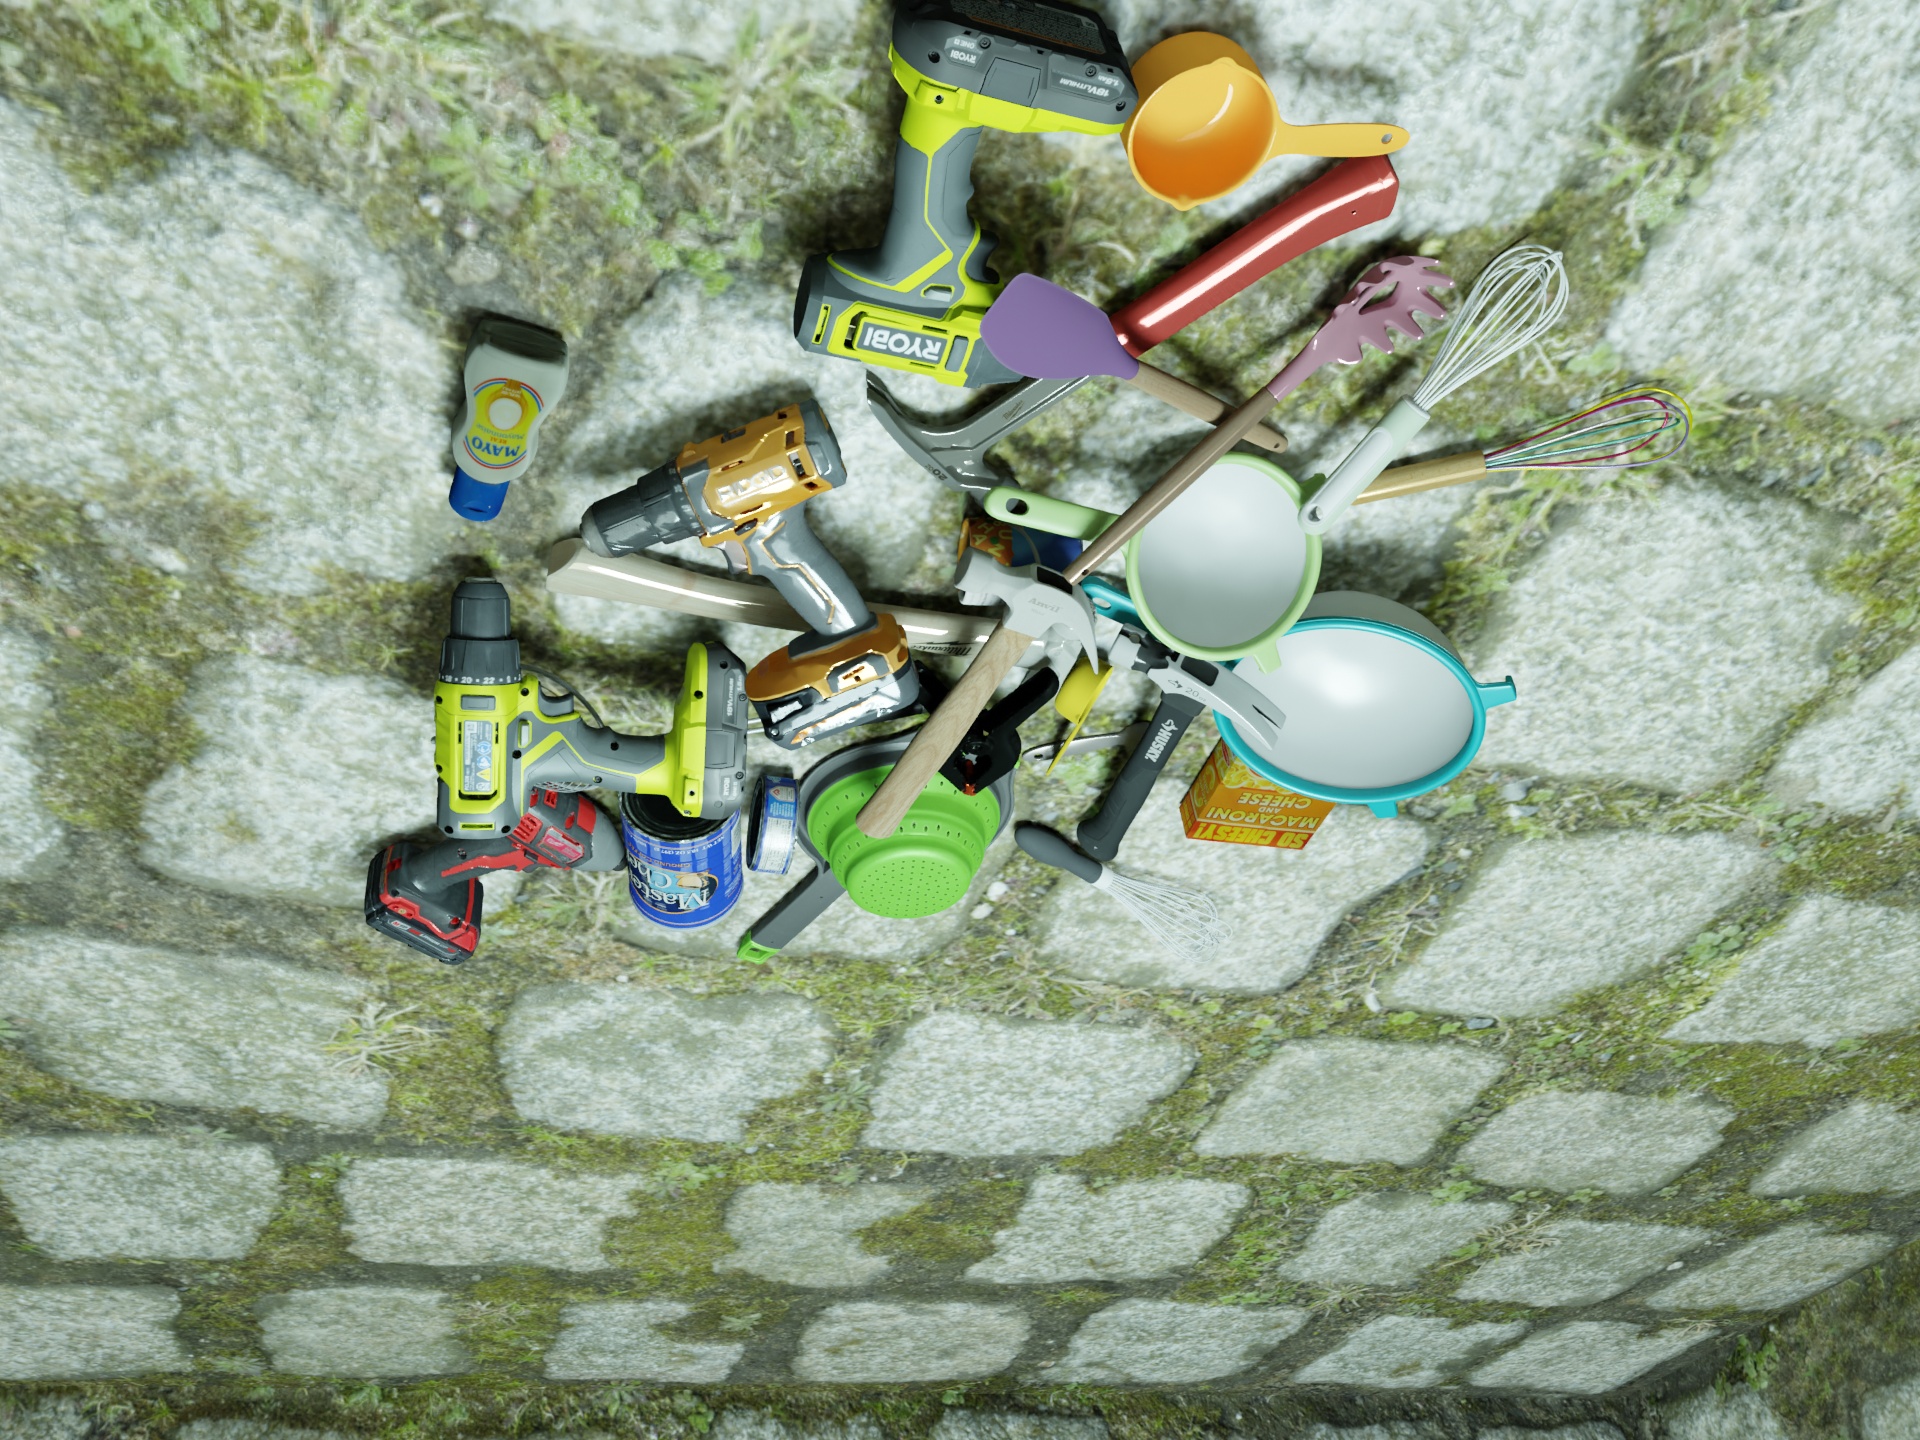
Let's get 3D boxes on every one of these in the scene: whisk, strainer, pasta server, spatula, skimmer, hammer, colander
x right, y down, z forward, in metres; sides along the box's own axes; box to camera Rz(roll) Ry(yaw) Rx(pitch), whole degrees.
[{"bbox_3d":[0.315,-0.219,1.078,0.246,0.058,0.059,-50,162,28],"label":"whisk"},{"bbox_3d":[0.133,-0.133,1.155,0.256,0.069,0.151,12,99,-15],"label":"strainer"},{"bbox_3d":[0.191,-0.196,1.066,0.316,0.040,0.060,-42,133,13],"label":"pasta server"},{"bbox_3d":[0.124,-0.219,1.034,0.315,0.018,0.059,11,129,-46],"label":"spatula"},{"bbox_3d":[-0.207,-0.011,1.305,0.363,0.090,0.127,-9,134,-13],"label":"skimmer"},{"bbox_3d":[0.114,-0.264,1.035,0.359,0.037,0.149,-29,136,26],"label":"hammer"},{"bbox_3d":[0.403,-0.196,1.159,0.245,0.051,0.047,-11,120,12],"label":"whisk"},{"bbox_3d":[-0.110,-0.076,1.229,0.410,0.038,0.146,9,147,-15],"label":"hammer"},{"bbox_3d":[-0.002,-0.004,1.228,0.130,0.031,0.331,17,138,-18],"label":"hammer"},{"bbox_3d":[0.161,0.042,1.354,0.146,0.035,0.334,27,150,5],"label":"hammer"},{"bbox_3d":[-0.096,0.158,1.472,0.204,0.095,0.397,22,133,-30],"label":"colander"},{"bbox_3d":[0.160,0.164,1.551,0.284,0.070,0.070,30,129,-30],"label":"whisk"},{"bbox_3d":[0.256,-0.060,1.276,0.340,0.095,0.211,24,141,-4],"label":"strainer"}]

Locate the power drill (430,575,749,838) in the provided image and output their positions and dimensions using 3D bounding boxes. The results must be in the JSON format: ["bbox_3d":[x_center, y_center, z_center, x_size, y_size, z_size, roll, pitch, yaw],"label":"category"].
[{"bbox_3d":[-0.278,-0.009,1.197,0.228,0.080,0.190,1,98,-15],"label":"power drill"}]

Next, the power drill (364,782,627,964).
[{"bbox_3d":[-0.409,0.129,1.415,0.219,0.079,0.143,-29,136,21],"label":"power drill"}]

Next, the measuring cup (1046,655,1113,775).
[{"bbox_3d":[0.088,-0.001,1.346,0.029,0.062,0.156,33,145,6],"label":"measuring cup"}]

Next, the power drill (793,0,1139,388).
[{"bbox_3d":[0.010,-0.300,0.928,0.171,0.080,0.223,8,135,-17],"label":"power drill"}]

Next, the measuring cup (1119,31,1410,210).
[{"bbox_3d":[0.175,-0.352,0.926,0.173,0.052,0.095,-4,141,-13],"label":"measuring cup"}]

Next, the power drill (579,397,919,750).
[{"bbox_3d":[-0.144,-0.093,1.120,0.185,0.084,0.226,-21,118,3],"label":"power drill"}]

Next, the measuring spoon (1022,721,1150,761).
[{"bbox_3d":[0.116,0.026,1.401,0.124,0.018,0.034,-11,141,6],"label":"measuring spoon"}]
